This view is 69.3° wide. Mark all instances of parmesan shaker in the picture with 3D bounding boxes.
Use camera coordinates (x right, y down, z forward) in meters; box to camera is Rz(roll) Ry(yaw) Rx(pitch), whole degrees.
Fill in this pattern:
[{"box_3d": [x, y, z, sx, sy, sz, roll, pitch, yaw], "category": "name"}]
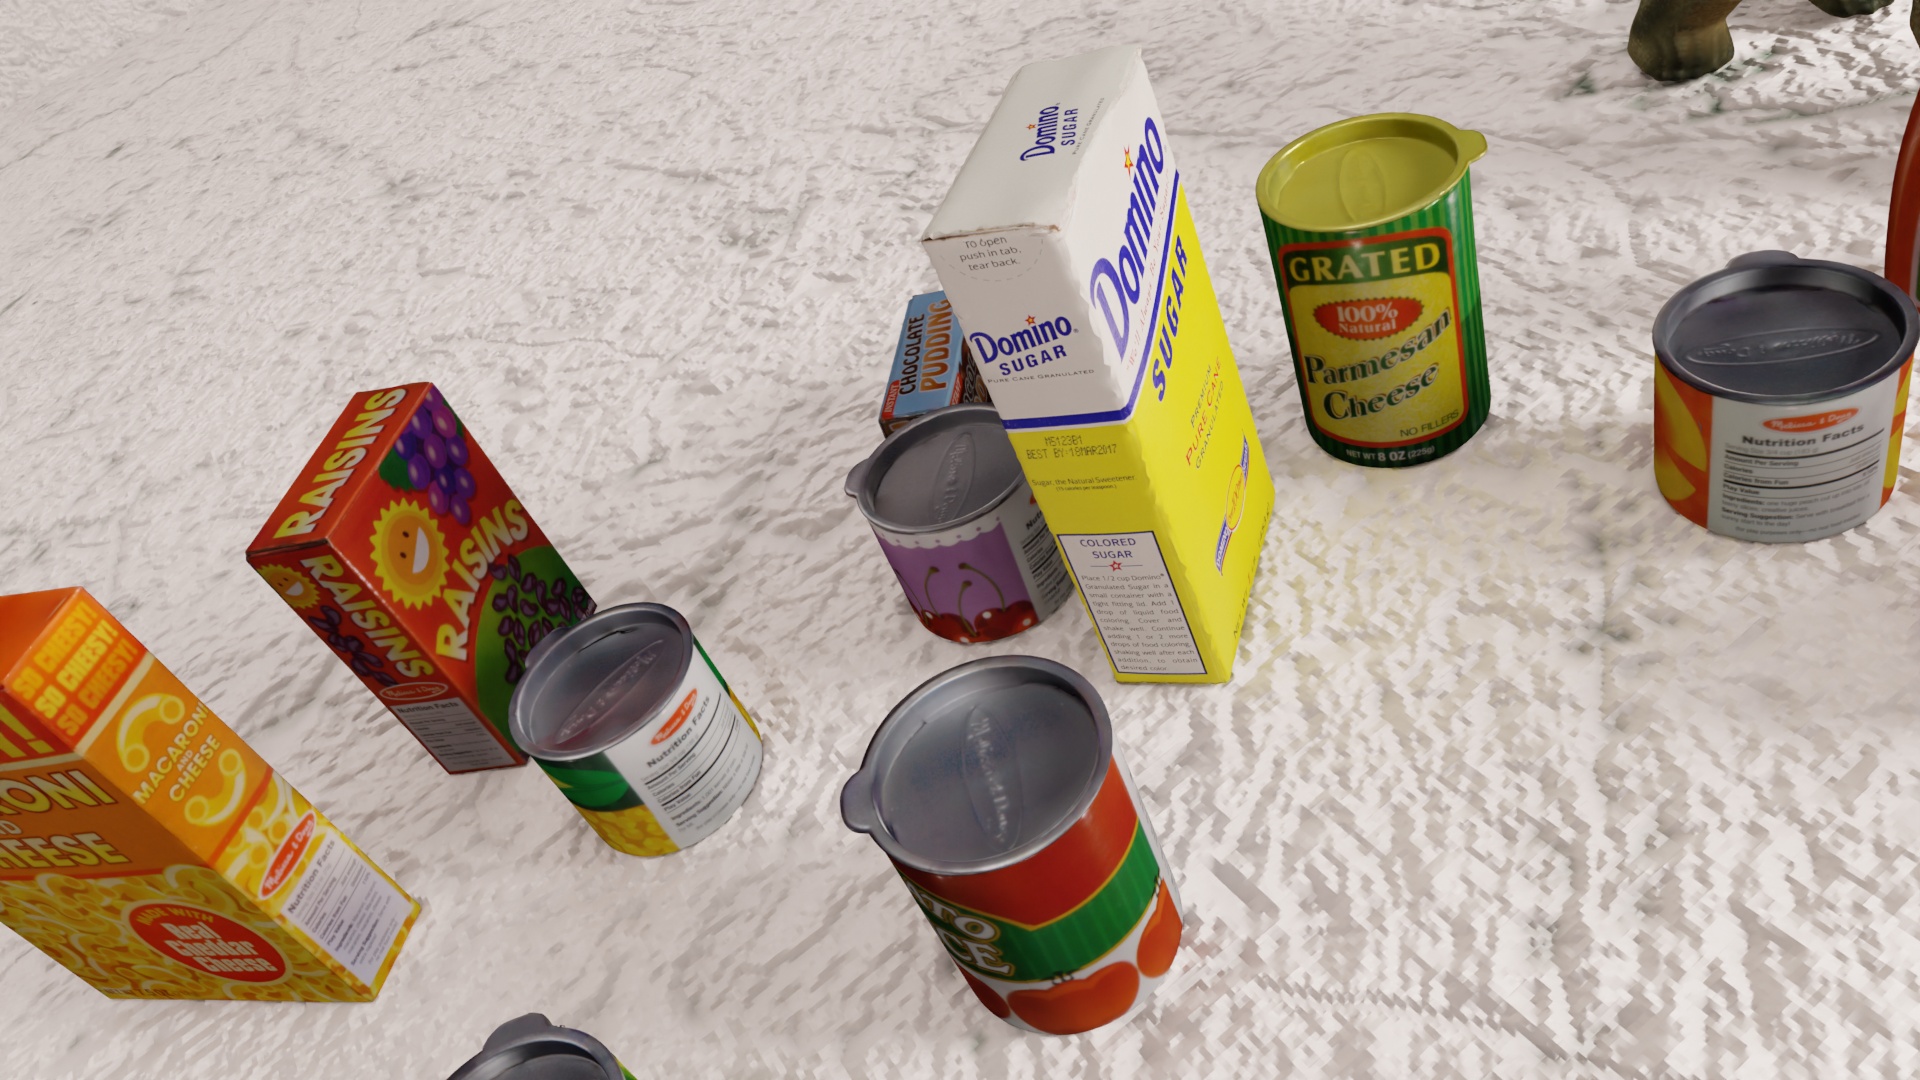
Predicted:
[{"box_3d": [0.145, -0.083, 0.471, 0.071, 0.102, 0.072, -14, 41, 13], "category": "parmesan shaker"}]

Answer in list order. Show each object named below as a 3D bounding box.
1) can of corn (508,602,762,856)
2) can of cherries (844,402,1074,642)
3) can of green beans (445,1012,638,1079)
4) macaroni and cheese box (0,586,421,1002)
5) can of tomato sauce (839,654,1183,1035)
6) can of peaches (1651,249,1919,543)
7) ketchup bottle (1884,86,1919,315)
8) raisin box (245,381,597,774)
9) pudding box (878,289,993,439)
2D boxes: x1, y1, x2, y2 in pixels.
[{"box_3d": [-0.110, 0.064, 0.473, 0.071, 0.058, 0.071, -14, 41, 12], "category": "can of corn"}, {"box_3d": [0.002, -0.006, 0.493, 0.071, 0.058, 0.072, -14, 41, 12], "category": "can of cherries"}, {"box_3d": [-0.101, 0.168, 0.353, 0.071, 0.057, 0.071, -14, 41, 12], "category": "can of green beans"}, {"box_3d": [-0.274, 0.090, 0.441, 0.123, 0.165, 0.040, -7, 43, 20], "category": "macaroni and cheese box"}, {"box_3d": [0.017, 0.083, 0.369, 0.071, 0.082, 0.071, -14, 41, 13], "category": "can of tomato sauce"}, {"box_3d": [0.243, -0.043, 0.414, 0.071, 0.057, 0.071, -14, 41, 12], "category": "can of peaches"}, {"box_3d": [0.314, -0.132, 0.406, 0.065, 0.148, 0.044, 6, 48, 31], "category": "ketchup bottle"}, {"box_3d": [-0.194, 0.015, 0.517, 0.040, 0.123, 0.086, -8, 42, 19], "category": "raisin box"}, {"box_3d": [-0.006, -0.059, 0.563, 0.030, 0.049, 0.084, -9, 42, 19], "category": "pudding box"}]
